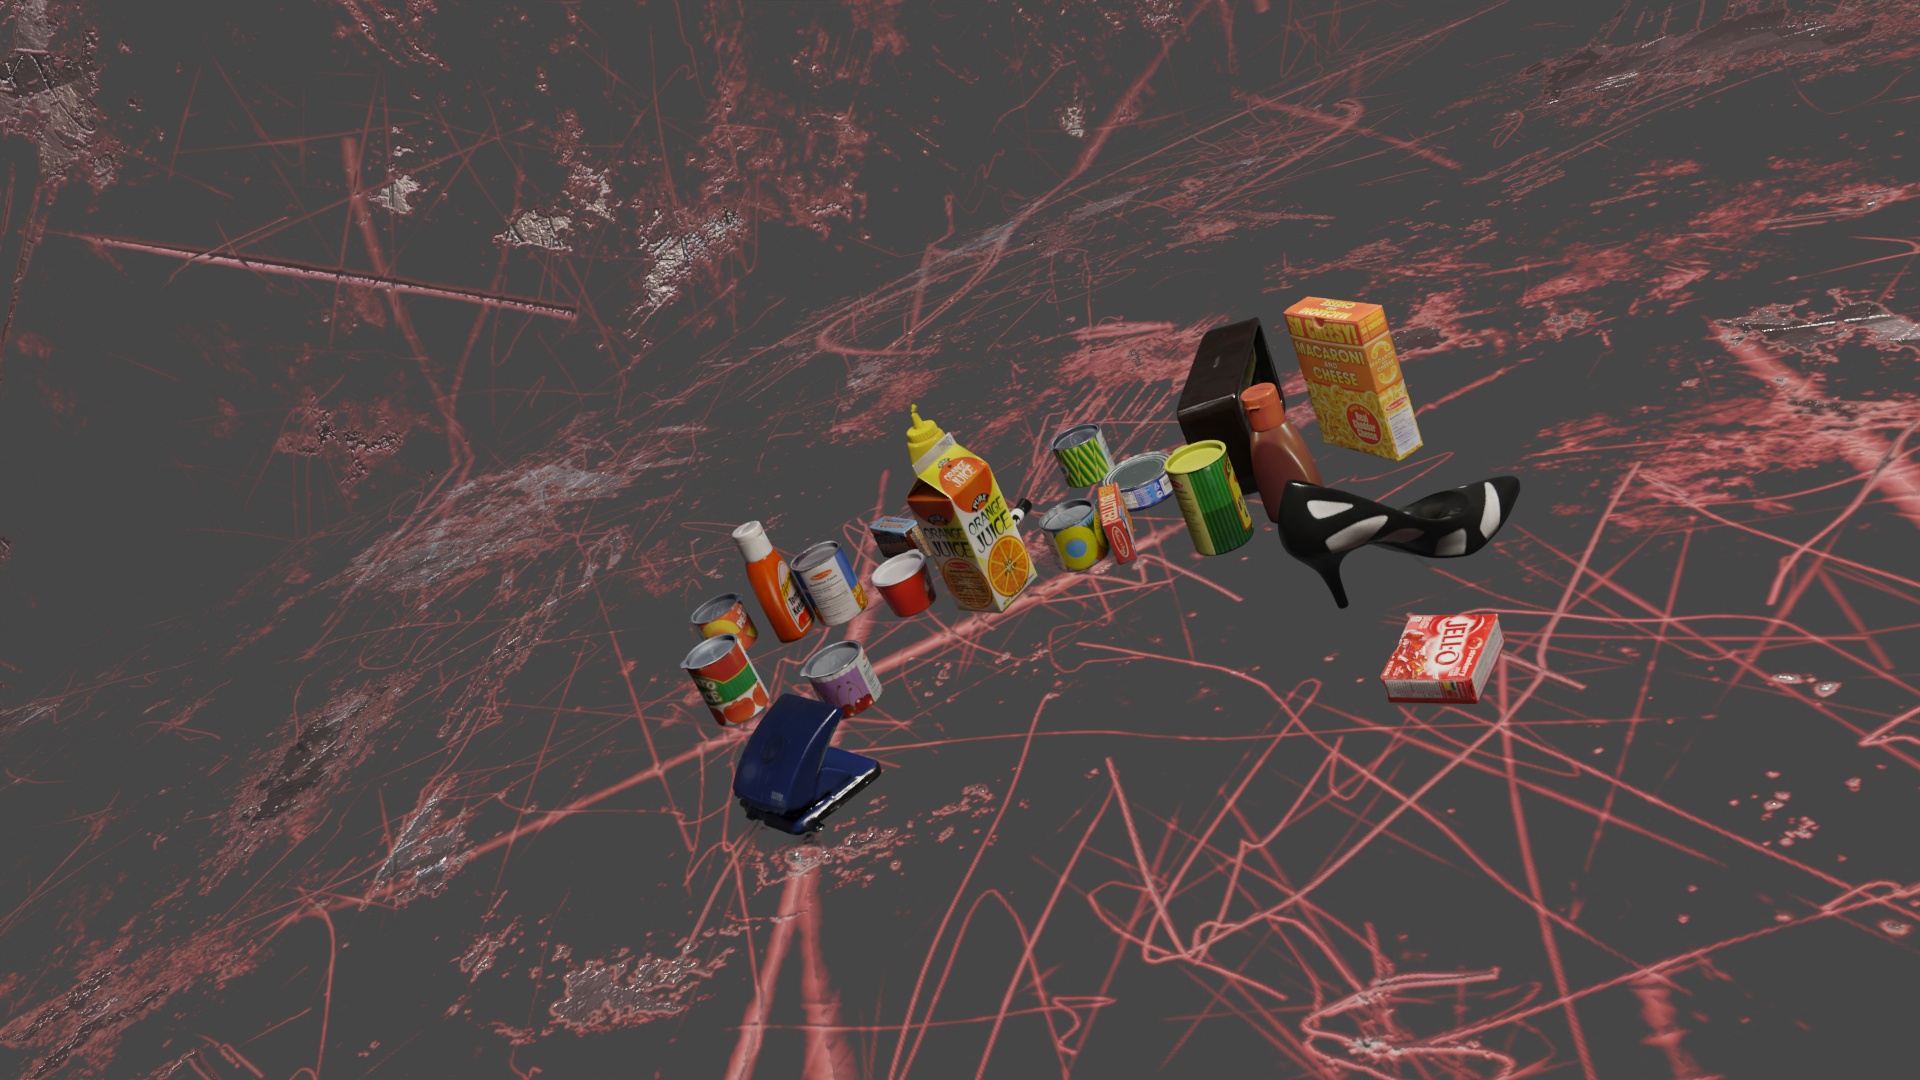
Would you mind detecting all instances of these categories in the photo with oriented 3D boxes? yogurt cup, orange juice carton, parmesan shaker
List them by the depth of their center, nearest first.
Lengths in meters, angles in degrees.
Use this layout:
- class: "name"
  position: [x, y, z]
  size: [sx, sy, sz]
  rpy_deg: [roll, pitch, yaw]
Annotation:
- class: "parmesan shaker"
  position: [0.260, -0.045, 1.452]
  size: [0.071, 0.102, 0.071]
  rpy_deg: [-21, 23, 9]
- class: "orange juice carton"
  position: [0.005, -0.019, 1.531]
  size: [0.073, 0.192, 0.072]
  rpy_deg: [0, 33, 44]
- class: "yogurt cup"
  position: [-0.063, 0.053, 1.619]
  size: [0.072, 0.053, 0.073]
  rpy_deg: [-21, 23, 9]

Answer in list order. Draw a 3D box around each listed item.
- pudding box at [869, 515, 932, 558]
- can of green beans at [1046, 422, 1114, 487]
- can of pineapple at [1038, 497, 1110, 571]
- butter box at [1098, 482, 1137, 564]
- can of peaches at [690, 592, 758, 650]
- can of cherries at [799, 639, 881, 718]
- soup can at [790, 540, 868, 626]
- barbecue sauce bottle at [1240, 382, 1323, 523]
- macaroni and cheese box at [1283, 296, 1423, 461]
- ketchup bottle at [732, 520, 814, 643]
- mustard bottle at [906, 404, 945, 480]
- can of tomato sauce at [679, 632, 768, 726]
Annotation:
- class: "pudding box"
  position: [-0.074, -0.002, 1.751]
  size: [0.030, 0.049, 0.083]
  rpy_deg: [-37, 26, -27]
- class: "can of green beans"
  position: [0.154, -0.107, 1.744]
  size: [0.071, 0.057, 0.071]
  rpy_deg: [-21, 23, 9]
- class: "can of pineapple"
  position: [0.130, -0.006, 1.553]
  size: [0.071, 0.057, 0.071]
  rpy_deg: [-21, 23, 9]
- class: "butter box"
  position: [0.174, -0.020, 1.546]
  size: [0.024, 0.053, 0.104]
  rpy_deg: [-20, 24, 12]
- class: "can of peaches"
  position: [-0.290, 0.106, 1.721]
  size: [0.071, 0.058, 0.071]
  rpy_deg: [-21, 23, 9]
- class: "can of cherries"
  position: [-0.126, 0.148, 1.472]
  size: [0.071, 0.058, 0.072]
  rpy_deg: [-21, 23, 9]
- class: "soup can"
  position: [-0.158, 0.051, 1.678]
  size: [0.071, 0.083, 0.071]
  rpy_deg: [-21, 23, 9]
- class: "barbecue sauce bottle"
  position: [0.326, -0.088, 1.422]
  size: [0.065, 0.148, 0.044]
  rpy_deg: [-5, 30, 38]
- class: "macaroni and cheese box"
  position: [0.420, -0.174, 1.491]
  size: [0.040, 0.166, 0.124]
  rpy_deg: [-31, 24, -15]
- class: "ketchup bottle"
  position: [-0.227, 0.048, 1.668]
  size: [0.043, 0.148, 0.065]
  rpy_deg: [-15, 25, 21]
- class: "mustard bottle"
  position: [-0.034, -0.102, 1.785]
  size: [0.065, 0.159, 0.049]
  rpy_deg: [-18, 24, 16]
- class: "can of tomato sauce"
  position: [-0.263, 0.157, 1.555]
  size: [0.071, 0.082, 0.071]
  rpy_deg: [-21, 23, 9]
